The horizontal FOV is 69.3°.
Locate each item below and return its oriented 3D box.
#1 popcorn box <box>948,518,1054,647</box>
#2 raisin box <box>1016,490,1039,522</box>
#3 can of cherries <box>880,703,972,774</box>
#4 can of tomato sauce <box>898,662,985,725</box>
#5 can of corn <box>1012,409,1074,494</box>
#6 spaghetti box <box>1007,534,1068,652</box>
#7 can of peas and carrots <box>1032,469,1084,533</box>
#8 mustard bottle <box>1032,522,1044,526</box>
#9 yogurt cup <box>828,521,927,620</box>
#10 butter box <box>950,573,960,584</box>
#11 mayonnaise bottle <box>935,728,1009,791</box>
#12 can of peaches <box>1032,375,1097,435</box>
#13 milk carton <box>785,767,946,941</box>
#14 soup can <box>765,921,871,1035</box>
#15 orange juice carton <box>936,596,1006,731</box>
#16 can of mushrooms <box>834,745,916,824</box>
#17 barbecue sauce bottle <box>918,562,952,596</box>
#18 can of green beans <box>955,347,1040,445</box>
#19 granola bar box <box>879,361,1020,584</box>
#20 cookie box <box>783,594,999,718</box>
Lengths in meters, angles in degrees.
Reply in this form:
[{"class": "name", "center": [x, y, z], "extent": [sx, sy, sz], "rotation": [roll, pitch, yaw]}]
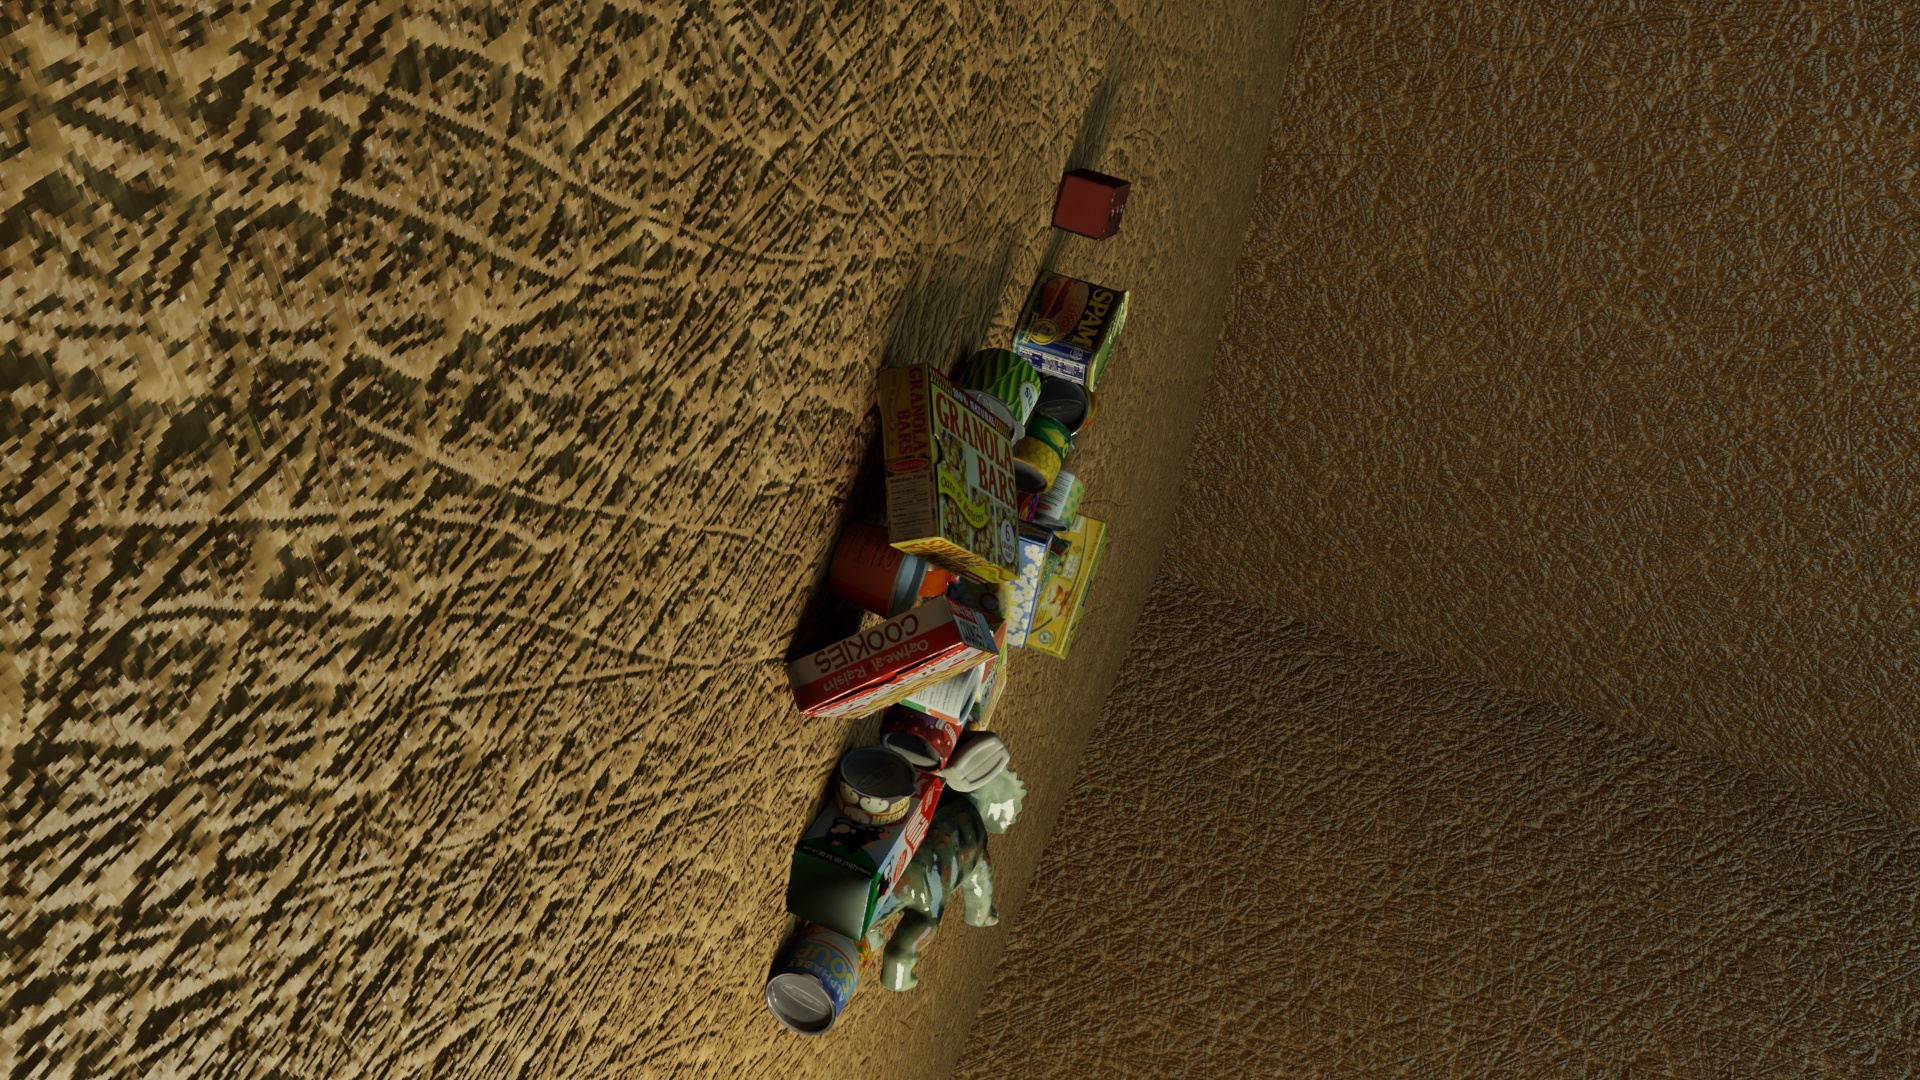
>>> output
[{"class": "popcorn box", "center": [0.037, 0.036, 1.367], "extent": [0.038, 0.085, 0.126], "rotation": [-55, 159, -56]}, {"class": "raisin box", "center": [0.044, -0.002, 1.453], "extent": [0.086, 0.040, 0.122], "rotation": [-44, 152, -64]}, {"class": "can of cherries", "center": [-0.032, 0.179, 1.309], "extent": [0.071, 0.071, 0.059], "rotation": [95, 18, -47]}, {"class": "can of tomato sauce", "center": [-0.028, 0.115, 1.203], "extent": [0.071, 0.083, 0.071], "rotation": [17, 92, -78]}, {"class": "can of corn", "center": [0.072, -0.086, 1.373], "extent": [0.071, 0.071, 0.058], "rotation": [85, 27, -62]}, {"class": "spaghetti box", "center": [0.045, 0.103, 1.512], "extent": [0.249, 0.029, 0.050], "rotation": [-62, 173, 21]}, {"class": "can of peas and carrots", "center": [0.102, -0.047, 1.578], "extent": [0.071, 0.071, 0.059], "rotation": [63, 46, -73]}, {"class": "mustard bottle", "center": [0.054, 0.056, 1.558], "extent": [0.065, 0.049, 0.160], "rotation": [-15, 123, -75]}, {"class": "yogurt cup", "center": [-0.059, 0.020, 0.990], "extent": [0.072, 0.054, 0.072], "rotation": [17, 92, -78]}, {"class": "butter box", "center": [0.005, -0.016, 1.291], "extent": [0.053, 0.024, 0.104], "rotation": [80, 31, -67]}, {"class": "mayonnaise bottle", "center": [-0.008, 0.210, 1.371], "extent": [0.065, 0.041, 0.148], "rotation": [-35, -168, -20]}, {"class": "can of peaches", "center": [0.107, -0.140, 1.458], "extent": [0.058, 0.071, 0.071], "rotation": [-31, 138, -73]}, {"class": "milk carton", "center": [-0.076, 0.252, 1.217], "extent": [0.191, 0.072, 0.073], "rotation": [-52, 157, -58]}, {"class": "soup can", "center": [-0.122, 0.376, 1.213], "extent": [0.084, 0.071, 0.071], "rotation": [-51, 157, -60]}, {"class": "orange juice carton", "center": [0.000, 0.119, 1.358], "extent": [0.191, 0.072, 0.073], "rotation": [87, 25, -61]}, {"class": "can of mushrooms", "center": [-0.071, 0.209, 1.181], "extent": [0.071, 0.071, 0.033], "rotation": [-51, 158, -58]}, {"class": "barbecue sauce bottle", "center": [-0.023, -0.012, 1.129], "extent": [0.147, 0.044, 0.065], "rotation": [94, 14, -51]}, {"class": "can of green beans", "center": [0.026, -0.115, 1.138], "extent": [0.071, 0.071, 0.058], "rotation": [95, 18, -49]}, {"class": "granola bar box", "center": [-0.004, -0.043, 0.993], "extent": [0.165, 0.039, 0.124], "rotation": [27, 56, -66]}, {"class": "cookie box", "center": [-0.045, 0.089, 1.012], "extent": [0.167, 0.123, 0.040], "rotation": [39, 27, -77]}]
